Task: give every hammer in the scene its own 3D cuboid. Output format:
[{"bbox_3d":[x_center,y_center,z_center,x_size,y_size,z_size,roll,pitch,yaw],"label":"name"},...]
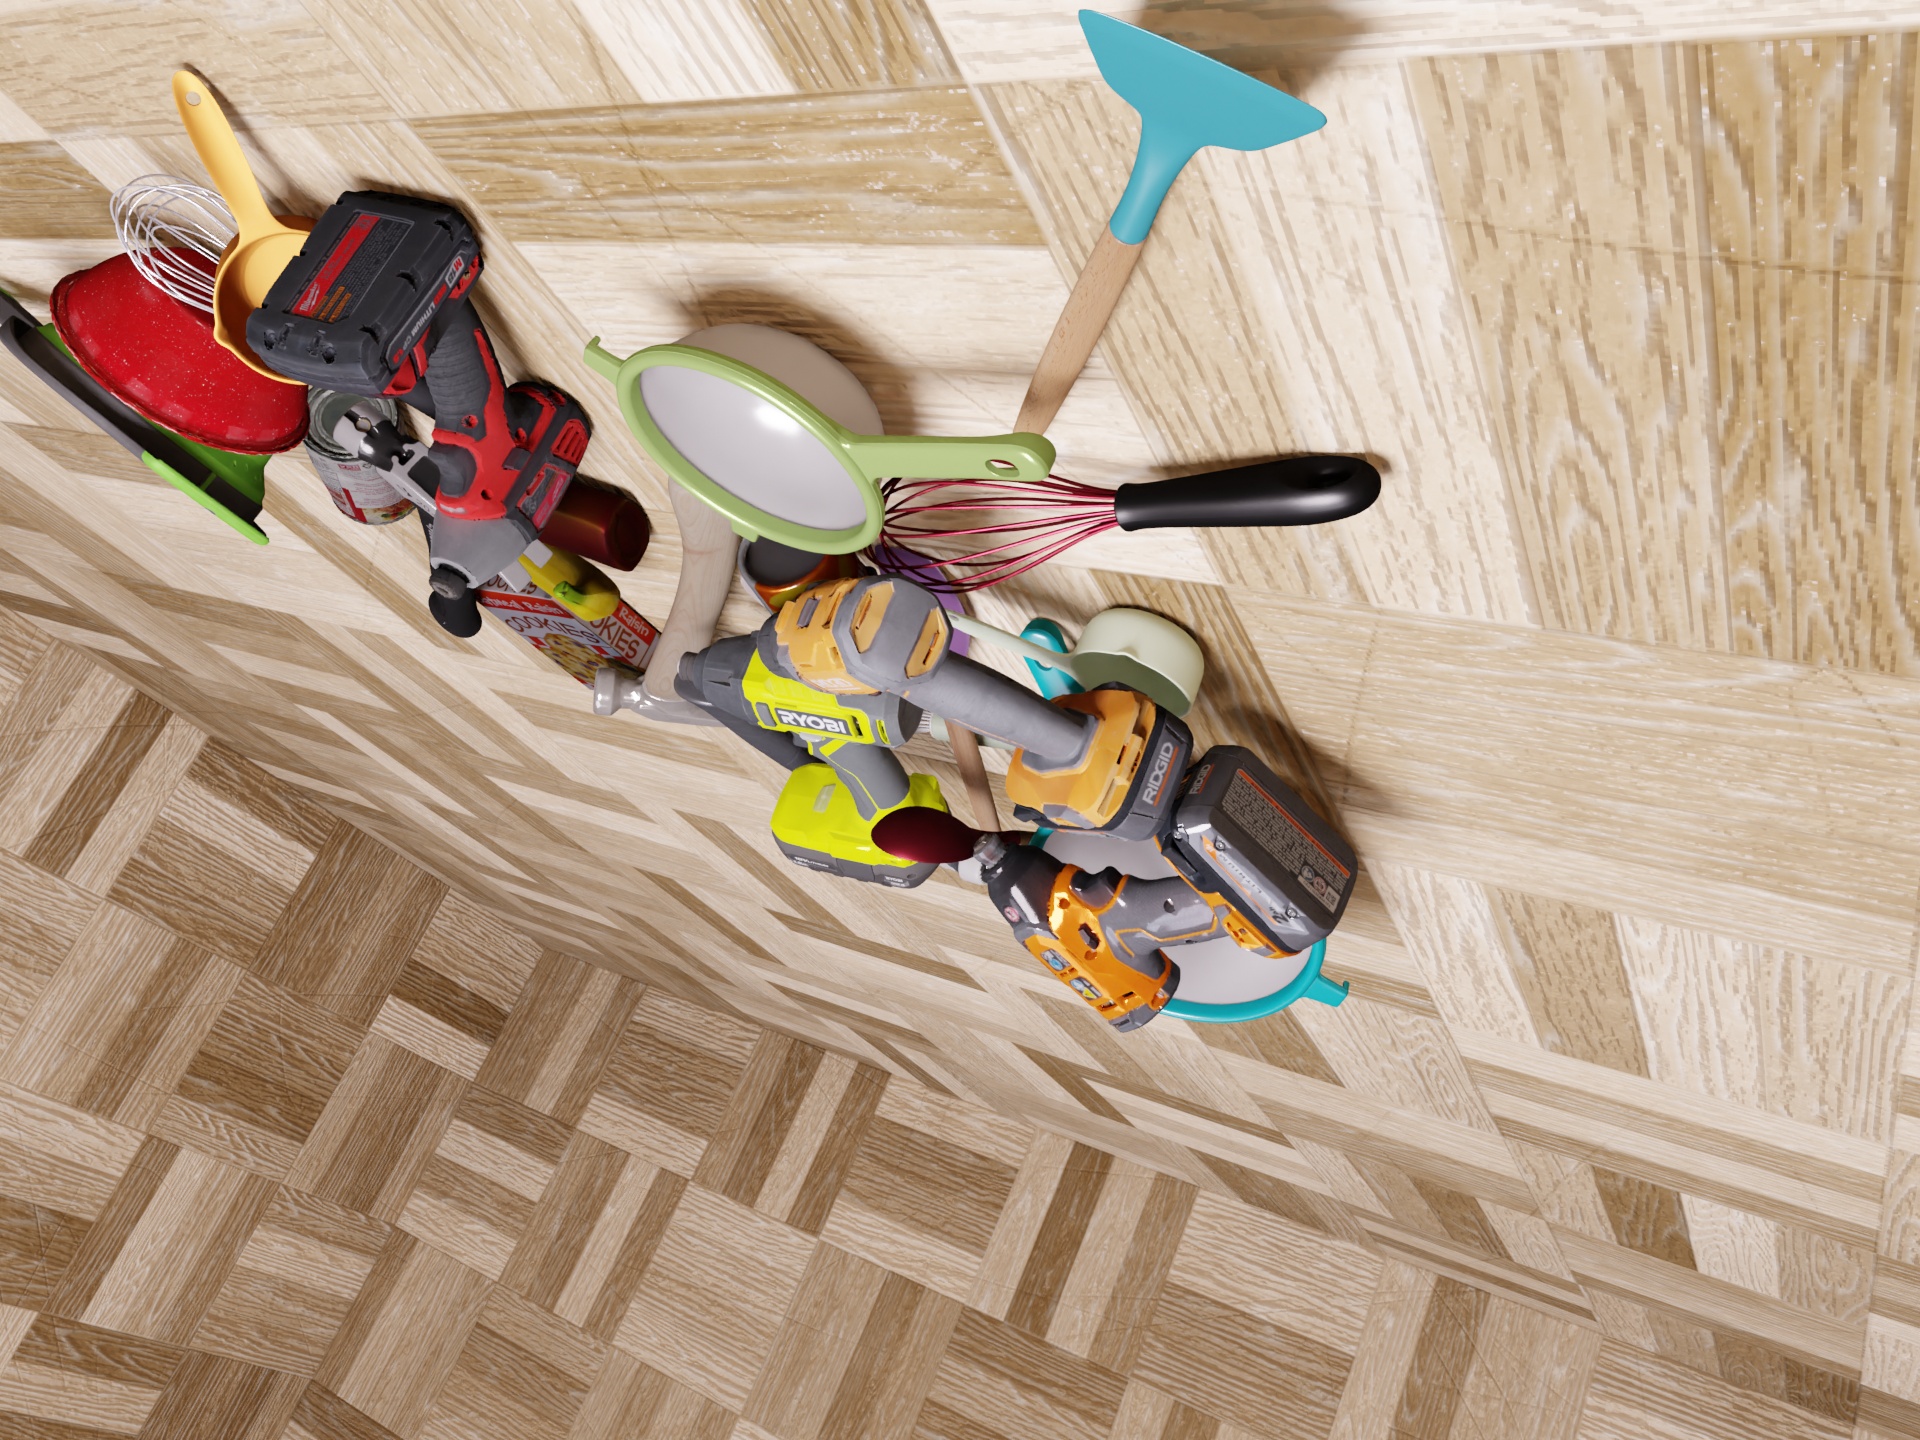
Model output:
[{"bbox_3d":[-0.112,0.047,1.326,0.149,0.036,0.408,13,164,31],"label":"hammer"},{"bbox_3d":[-0.361,-0.112,1.137,0.146,0.035,0.334,39,162,-4],"label":"hammer"},{"bbox_3d":[-0.176,-0.079,1.118,0.146,0.038,0.410,6,159,-13],"label":"hammer"}]

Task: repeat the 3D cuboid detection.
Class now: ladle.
[{"bbox_3d":[0.055,0.090,1.152,0.069,0.031,0.315,30,-168,39],"label":"ladle"}]

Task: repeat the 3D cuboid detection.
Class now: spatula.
[{"bbox_3d":[0.054,-0.172,0.626,0.082,0.044,0.317,23,162,-3],"label":"spatula"},{"bbox_3d":[-0.002,-0.003,1.083,0.060,0.018,0.315,18,148,26],"label":"spatula"}]

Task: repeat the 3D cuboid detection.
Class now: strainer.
[{"bbox_3d":[0.129,0.054,1.070,0.211,0.095,0.340,-8,123,34],"label":"strainer"},{"bbox_3d":[-0.052,-0.149,0.772,0.256,0.069,0.151,9,152,38],"label":"strainer"}]

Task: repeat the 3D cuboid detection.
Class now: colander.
[{"bbox_3d":[-0.589,-0.263,1.125,0.397,0.094,0.204,35,171,31],"label":"colander"}]

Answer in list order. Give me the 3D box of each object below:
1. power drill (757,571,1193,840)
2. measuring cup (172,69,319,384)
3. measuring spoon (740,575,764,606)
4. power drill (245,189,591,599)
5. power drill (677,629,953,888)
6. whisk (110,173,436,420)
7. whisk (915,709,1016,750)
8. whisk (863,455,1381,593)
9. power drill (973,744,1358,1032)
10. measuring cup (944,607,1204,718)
[{"bbox_3d":[-0.004,-0.011,0.908,0.226,0.084,0.185,27,168,-23],"label":"power drill"},{"bbox_3d":[-0.384,-0.273,0.874,0.052,0.095,0.173,-126,16,-53],"label":"measuring cup"},{"bbox_3d":[-0.112,-0.078,1.077,0.034,0.018,0.124,-9,156,23],"label":"measuring spoon"},{"bbox_3d":[-0.292,-0.173,0.893,0.078,0.143,0.219,16,156,18],"label":"power drill"},{"bbox_3d":[-0.096,0.023,1.127,0.171,0.080,0.223,10,147,19],"label":"power drill"},{"bbox_3d":[-0.378,-0.233,0.975,0.070,0.070,0.284,2,155,48],"label":"whisk"},{"bbox_3d":[-0.022,0.000,1.160,0.246,0.059,0.057,8,-169,32],"label":"whisk"},{"bbox_3d":[0.065,-0.101,0.774,0.296,0.073,0.073,0,149,39],"label":"whisk"},{"bbox_3d":[0.115,0.102,0.995,0.164,0.084,0.226,43,139,-9],"label":"power drill"},{"bbox_3d":[0.064,-0.050,0.936,0.168,0.038,0.083,21,160,17],"label":"measuring cup"}]
